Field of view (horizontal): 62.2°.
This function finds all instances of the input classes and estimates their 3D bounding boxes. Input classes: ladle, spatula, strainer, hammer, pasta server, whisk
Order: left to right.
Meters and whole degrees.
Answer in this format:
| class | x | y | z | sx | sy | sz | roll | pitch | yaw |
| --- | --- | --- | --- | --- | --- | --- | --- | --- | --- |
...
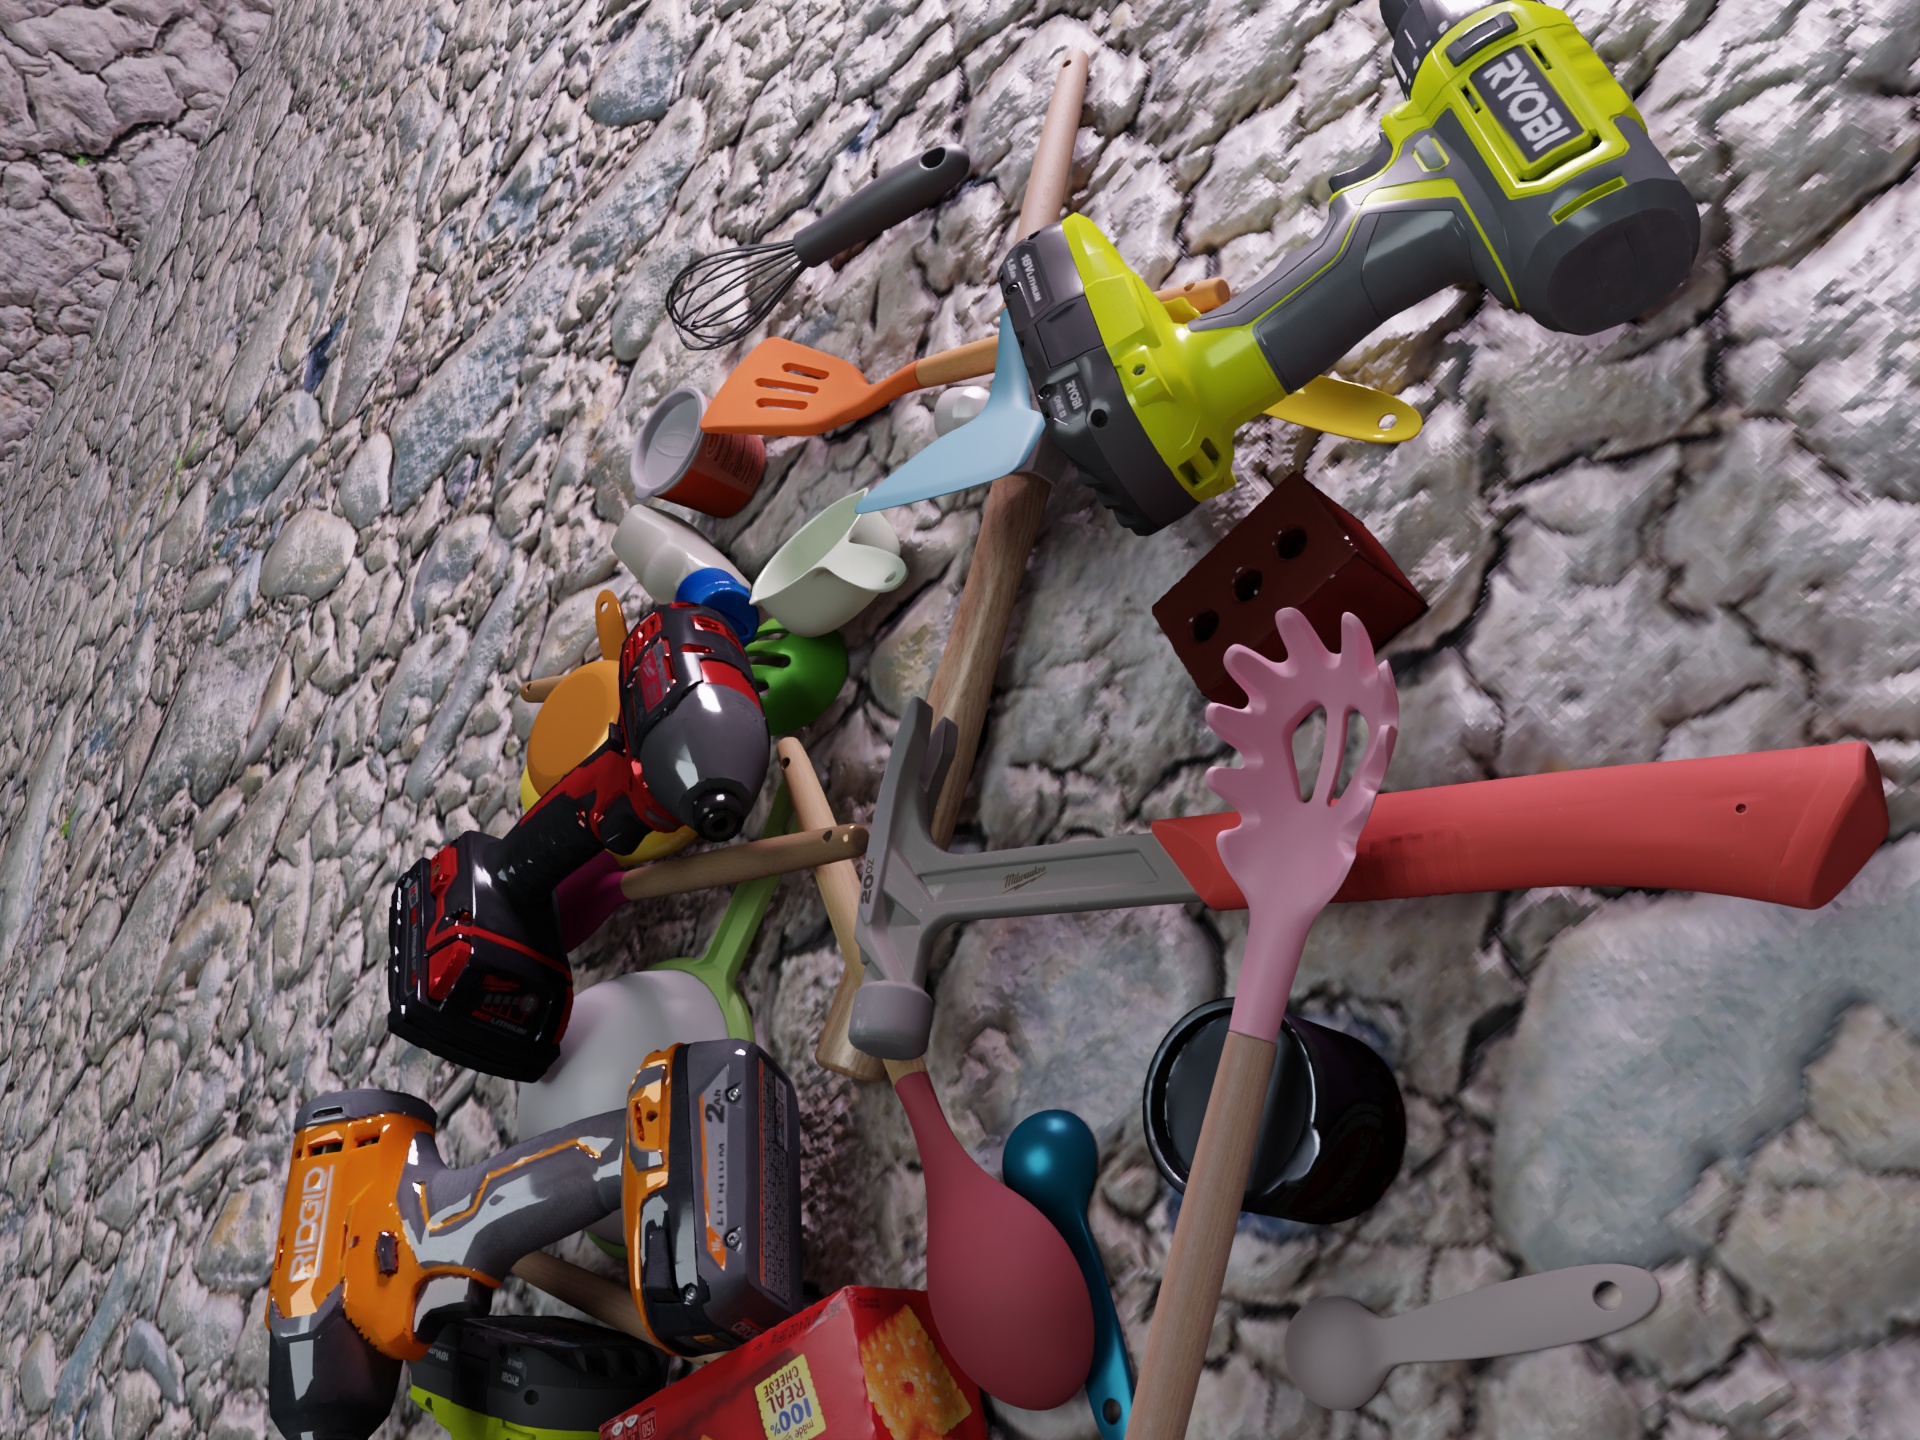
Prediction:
| class | x | y | z | sx | sy | sz | roll | pitch | yaw |
| --- | --- | --- | --- | --- | --- | --- | --- | --- | --- |
| spatula | -0.201 | 0.274 | 0.781 | 0.316 | 0.059 | 0.018 | -2 | 31 | 47 |
| strainer | -0.148 | 0.137 | 0.775 | 0.152 | 0.069 | 0.256 | 30 | 96 | 49 |
| whisk | -0.089 | -0.279 | 0.932 | 0.239 | 0.055 | 0.055 | -18 | 60 | 36 |
| ladle | -0.027 | 0.124 | 0.649 | 0.069 | 0.031 | 0.316 | -45 | 49 | 24 |
| spatula | -0.006 | -0.186 | 0.800 | 0.323 | 0.041 | 0.081 | -3 | 47 | 44 |
| hammer | -0.001 | -0.002 | 0.716 | 0.130 | 0.031 | 0.331 | 7 | 77 | 48 |
| spatula | 0.027 | -0.215 | 0.743 | 0.082 | 0.044 | 0.318 | -9 | 54 | 33 |
| pasta server | 0.078 | 0.121 | 0.479 | 0.060 | 0.040 | 0.316 | 9 | 78 | 37 |
| hammer | 0.111 | 0.038 | 0.546 | 0.359 | 0.036 | 0.149 | -10 | 58 | 36 |

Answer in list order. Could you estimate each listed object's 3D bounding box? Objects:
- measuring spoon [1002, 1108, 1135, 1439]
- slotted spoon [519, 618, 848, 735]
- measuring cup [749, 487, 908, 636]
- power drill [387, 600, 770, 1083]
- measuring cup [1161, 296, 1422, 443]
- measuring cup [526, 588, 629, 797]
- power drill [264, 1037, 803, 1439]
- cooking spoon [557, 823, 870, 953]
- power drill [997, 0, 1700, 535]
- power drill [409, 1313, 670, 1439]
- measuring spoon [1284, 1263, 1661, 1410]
| class | x | y | z | sx | sy | sz | roll | pitch | yaw |
| --- | --- | --- | --- | --- | --- | --- | --- | --- | --- |
| measuring spoon | 0.039 | 0.202 | 0.583 | 0.042 | 0.021 | 0.129 | -39 | 46 | 28 |
| slotted spoon | -0.175 | -0.022 | 0.913 | 0.314 | 0.031 | 0.070 | -3 | 65 | 47 |
| measuring cup | -0.048 | -0.066 | 0.756 | 0.083 | 0.038 | 0.168 | -46 | 24 | -7 |
| power drill | -0.171 | 0.059 | 0.738 | 0.219 | 0.078 | 0.143 | -46 | 36 | 16 |
| measuring cup | 0.124 | -0.133 | 0.659 | 0.157 | 0.029 | 0.062 | 25 | 87 | 37 |
| measuring cup | -0.200 | -0.020 | 0.868 | 0.095 | 0.052 | 0.174 | -37 | 49 | 20 |
| power drill | -0.184 | 0.227 | 0.669 | 0.226 | 0.084 | 0.164 | -12 | 55 | 10 |
| cooking spoon | -0.146 | 0.077 | 0.772 | 0.319 | 0.017 | 0.069 | -15 | 52 | 47 |
| power drill | 0.134 | -0.190 | 0.609 | 0.228 | 0.080 | 0.191 | -28 | 53 | 19 |
| power drill | -0.210 | 0.392 | 0.718 | 0.171 | 0.080 | 0.223 | -9 | 69 | 43 |
| measuring spoon | 0.149 | 0.183 | 0.480 | 0.124 | 0.018 | 0.034 | -29 | 53 | 34 |
